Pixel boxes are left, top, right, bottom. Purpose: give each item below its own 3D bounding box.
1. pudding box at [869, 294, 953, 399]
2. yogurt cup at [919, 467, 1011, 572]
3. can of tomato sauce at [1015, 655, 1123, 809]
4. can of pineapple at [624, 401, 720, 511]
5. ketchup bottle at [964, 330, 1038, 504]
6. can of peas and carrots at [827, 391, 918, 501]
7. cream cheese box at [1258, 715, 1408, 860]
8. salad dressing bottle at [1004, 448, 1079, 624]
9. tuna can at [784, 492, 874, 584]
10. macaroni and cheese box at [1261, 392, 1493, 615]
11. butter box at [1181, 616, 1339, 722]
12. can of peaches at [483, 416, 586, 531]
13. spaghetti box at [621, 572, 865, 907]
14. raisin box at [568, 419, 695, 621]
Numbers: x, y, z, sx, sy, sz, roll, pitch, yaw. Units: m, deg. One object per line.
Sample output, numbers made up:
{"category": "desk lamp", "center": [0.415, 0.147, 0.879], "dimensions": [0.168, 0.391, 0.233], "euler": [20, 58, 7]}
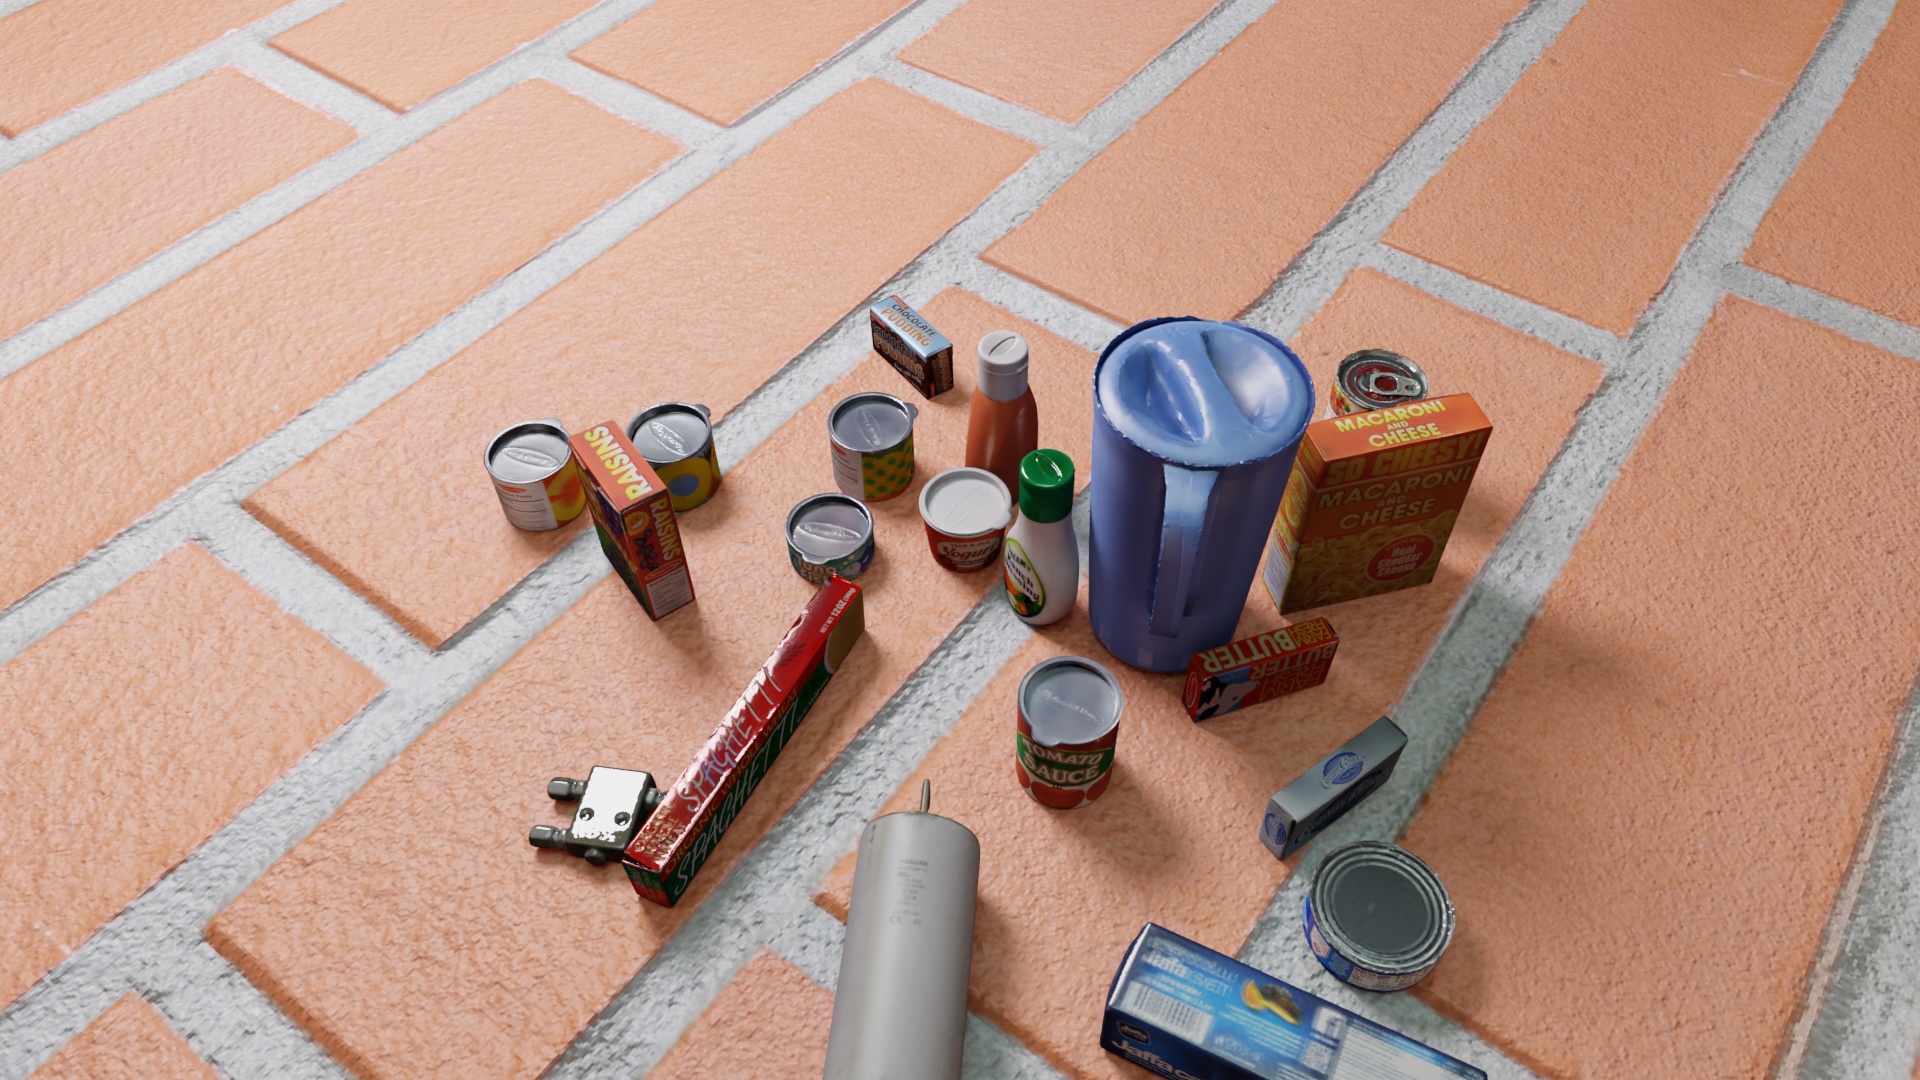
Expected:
{"category": "pudding box", "center": [-0.041, -0.164, 1.170], "dimensions": [0.030, 0.049, 0.084], "euler": [-30, 56, -23]}
{"category": "yogurt cup", "center": [0.004, -0.013, 1.038], "dimensions": [0.072, 0.053, 0.073], "euler": [0, 49, 0]}
{"category": "can of tomato sauce", "center": [0.068, 0.127, 0.899], "dimensions": [0.071, 0.082, 0.071], "euler": [0, 50, 0]}
{"category": "can of pineapple", "center": [-0.221, -0.065, 1.081], "dimensions": [0.071, 0.057, 0.071], "euler": [0, 49, 0]}
{"category": "ketchup bottle", "center": [0.032, -0.090, 1.041], "dimensions": [0.043, 0.148, 0.065], "euler": [33, 57, 25]}
{"category": "can of peas and carrots", "center": [-0.067, -0.074, 1.087], "dimensions": [0.071, 0.058, 0.071], "euler": [0, 49, 0]}
{"category": "cream cheese box", "center": [0.239, 0.159, 0.890], "dimensions": [0.104, 0.053, 0.024], "euler": [-29, 55, -22]}
{"category": "salad dressing bottle", "center": [0.057, -0.002, 0.966], "dimensions": [0.044, 0.146, 0.064], "euler": [-24, 54, -19]}
{"category": "tuna can", "center": [-0.098, 0.001, 1.040], "dimensions": [0.071, 0.032, 0.071], "euler": [0, 49, 0]}
{"category": "macaroni and cheese box", "center": [0.286, -0.023, 0.972], "dimensions": [0.124, 0.165, 0.040], "euler": [-12, 51, -9]}
{"category": "butter box", "center": [0.204, 0.088, 0.951], "dimensions": [0.104, 0.052, 0.024], "euler": [-15, 51, -12]}
{"category": "can of peaches", "center": [-0.324, -0.051, 1.068], "dimensions": [0.071, 0.057, 0.071], "euler": [0, 49, 0]}
{"category": "spaghetti box", "center": [-0.137, 0.127, 0.921], "dimensions": [0.029, 0.050, 0.251], "euler": [21, 53, 17]}
{"category": "raisin box", "center": [-0.235, -0.014, 0.993], "dimensions": [0.040, 0.122, 0.086], "euler": [-28, 55, -21]}
